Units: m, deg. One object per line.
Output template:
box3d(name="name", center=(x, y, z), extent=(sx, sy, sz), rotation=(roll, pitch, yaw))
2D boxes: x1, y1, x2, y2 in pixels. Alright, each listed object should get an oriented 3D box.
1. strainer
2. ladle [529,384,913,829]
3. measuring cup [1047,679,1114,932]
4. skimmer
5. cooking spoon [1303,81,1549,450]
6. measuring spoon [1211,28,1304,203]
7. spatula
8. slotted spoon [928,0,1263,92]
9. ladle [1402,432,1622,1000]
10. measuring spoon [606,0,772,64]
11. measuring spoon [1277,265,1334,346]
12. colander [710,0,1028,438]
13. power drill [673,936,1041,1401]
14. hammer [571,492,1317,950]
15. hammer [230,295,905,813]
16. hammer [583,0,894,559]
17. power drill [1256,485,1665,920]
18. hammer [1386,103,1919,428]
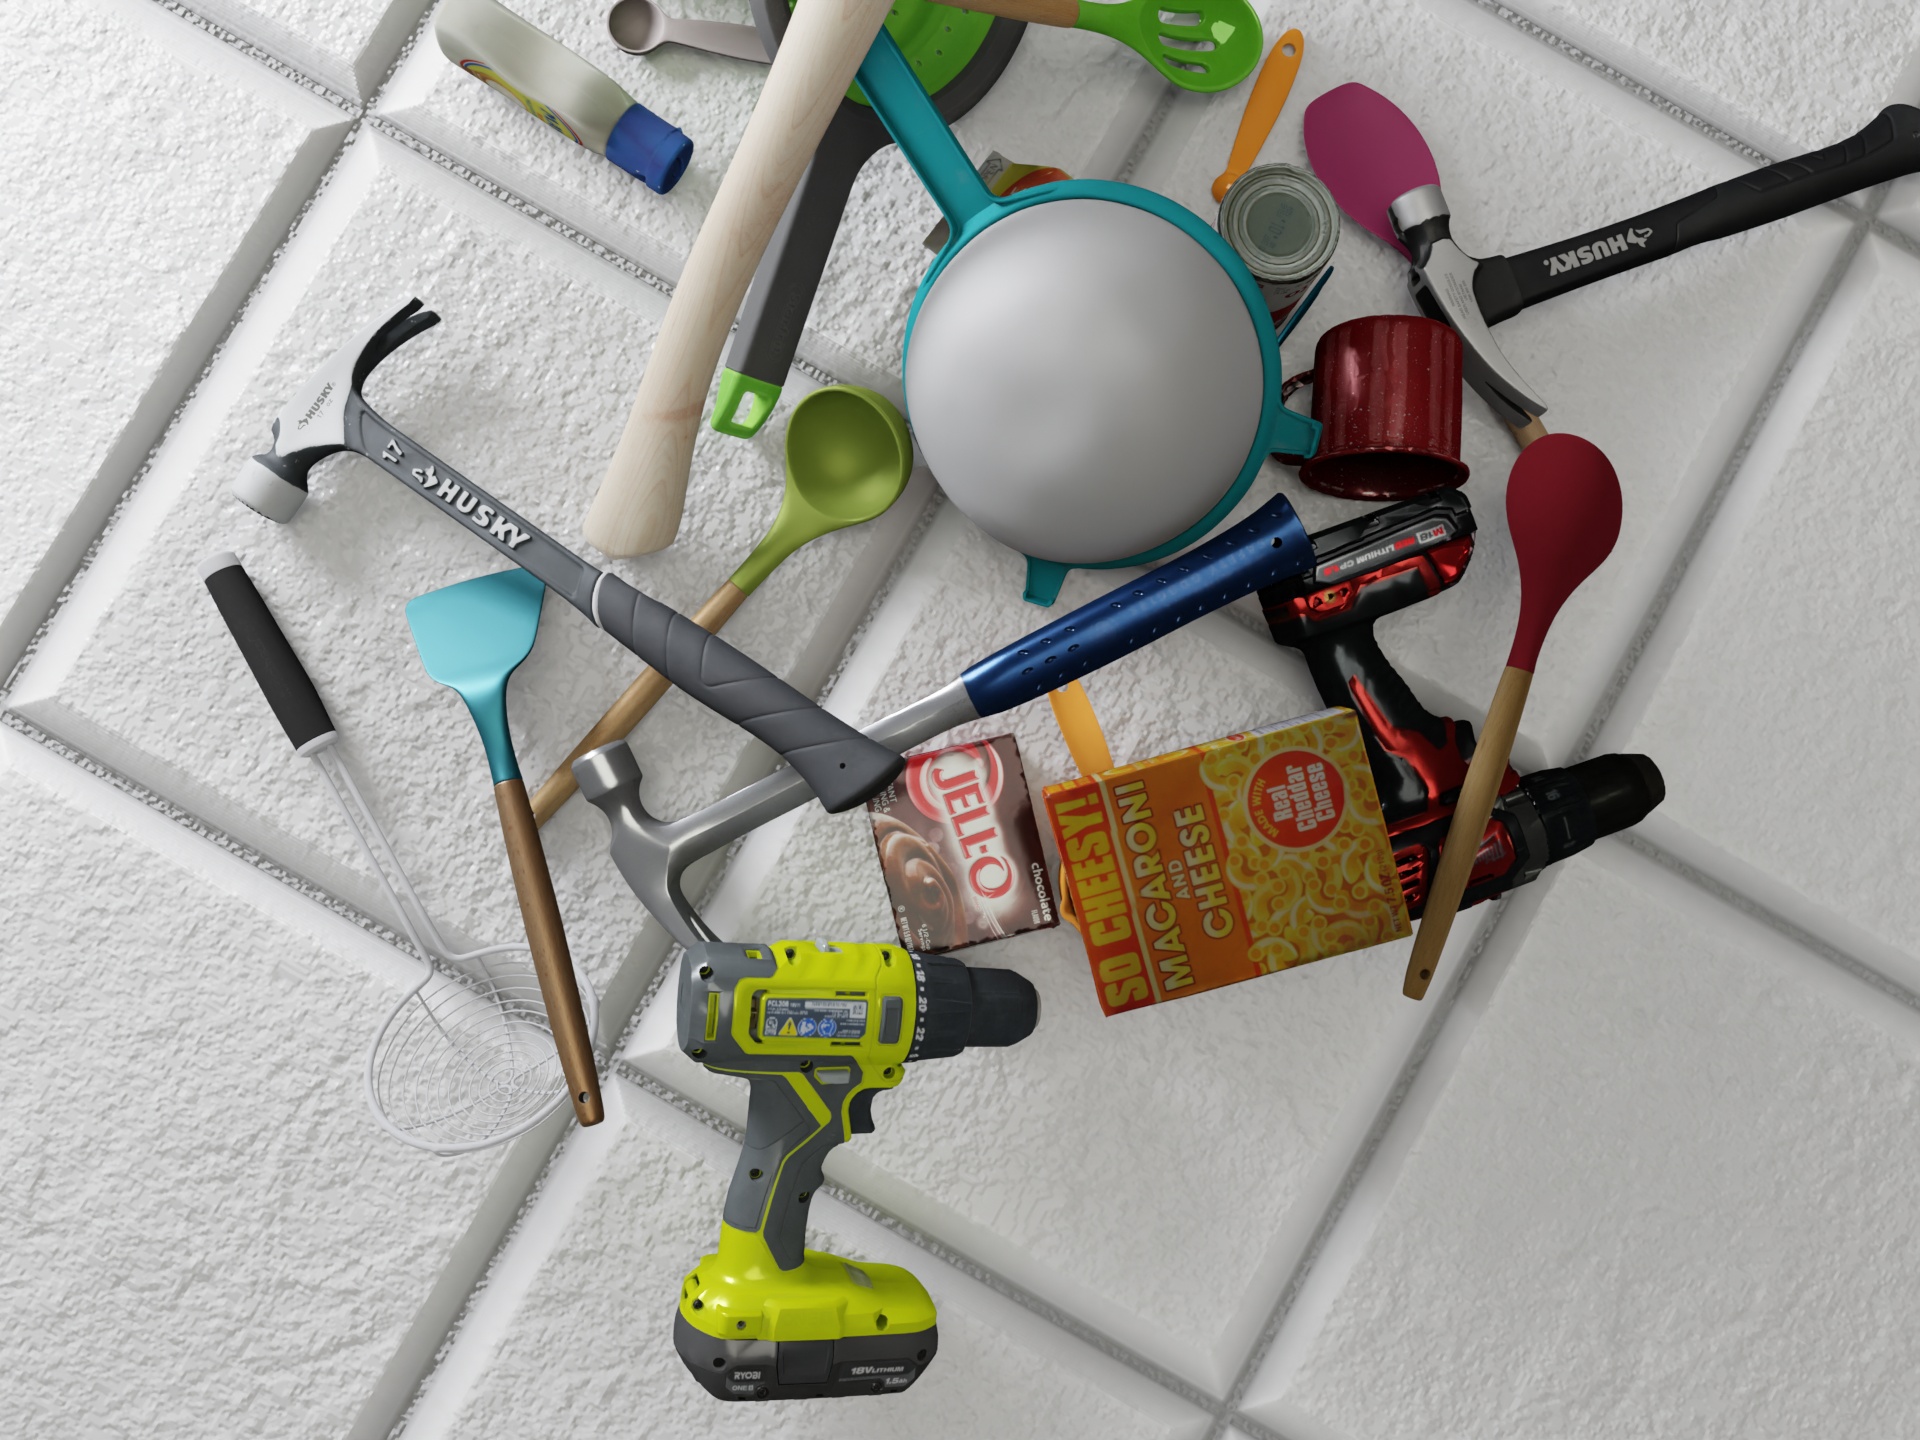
box3d(name="strainer", center=(0.019, -0.218, 0.815), extent=(0.211, 0.095, 0.340), rotation=(-29, 103, 29))
box3d(name="ladle", center=(-0.145, -0.057, 0.888), extent=(0.078, 0.062, 0.320), rotation=(41, 88, 8))
box3d(name="measuring cup", center=(0.082, 0.050, 0.892), extent=(0.095, 0.052, 0.174), rotation=(-21, 85, -3))
box3d(name="skimmer", center=(-0.320, 0.060, 0.854), extent=(0.127, 0.090, 0.363), rotation=(-29, 87, -16))
box3d(name="cooking spoon", center=(0.296, -0.233, 0.935), extent=(0.069, 0.017, 0.319), rotation=(-29, 87, -6))
box3d(name="measuring spoon", center=(0.178, -0.359, 0.942), extent=(0.021, 0.011, 0.117), rotation=(24, 86, -1))
box3d(name="spatula", center=(-0.231, 0.060, 0.851), extent=(0.082, 0.044, 0.318), rotation=(-16, 76, -6))
box3d(name="slotted spoon", center=(0.039, -0.392, 0.865), extent=(0.313, 0.031, 0.070), rotation=(-5, 89, -33))
box3d(name="ladle", center=(0.287, -0.002, 0.846), extent=(0.069, 0.031, 0.315), rotation=(18, 90, -9))
box3d(name="measuring spoon", center=(-0.145, -0.397, 0.933), extent=(0.124, 0.018, 0.034), rotation=(6, 86, -9))
box3d(name="measuring spoon", center=(0.186, -0.207, 0.917), extent=(0.021, 0.042, 0.128), rotation=(35, 84, 2))
box3d(name="colander", center=(-0.084, -0.358, 0.891), extent=(0.095, 0.204, 0.397), rotation=(30, 105, 38))
box3d(name="power drill", center=(-0.059, 0.229, 0.840), extent=(0.190, 0.080, 0.228), rotation=(5, 94, -18))
box3d(name="hammer", center=(-0.001, -0.003, 0.845), extent=(0.405, 0.035, 0.144), rotation=(-27, 90, 7))
box3d(name="hammer", center=(-0.201, -0.078, 0.848), extent=(0.409, 0.036, 0.149), rotation=(34, 88, 13))
box3d(name="hammer", center=(-0.117, -0.264, 0.811), extent=(0.146, 0.038, 0.410), rotation=(31, 117, 2))
box3d(name="power drill", center=(0.277, -0.012, 0.893), extent=(0.188, 0.080, 0.227), rotation=(-20, 90, -3))
box3d(name="hammer", center=(0.424, -0.284, 0.925), extent=(0.335, 0.035, 0.146), rotation=(-20, 85, -7))
